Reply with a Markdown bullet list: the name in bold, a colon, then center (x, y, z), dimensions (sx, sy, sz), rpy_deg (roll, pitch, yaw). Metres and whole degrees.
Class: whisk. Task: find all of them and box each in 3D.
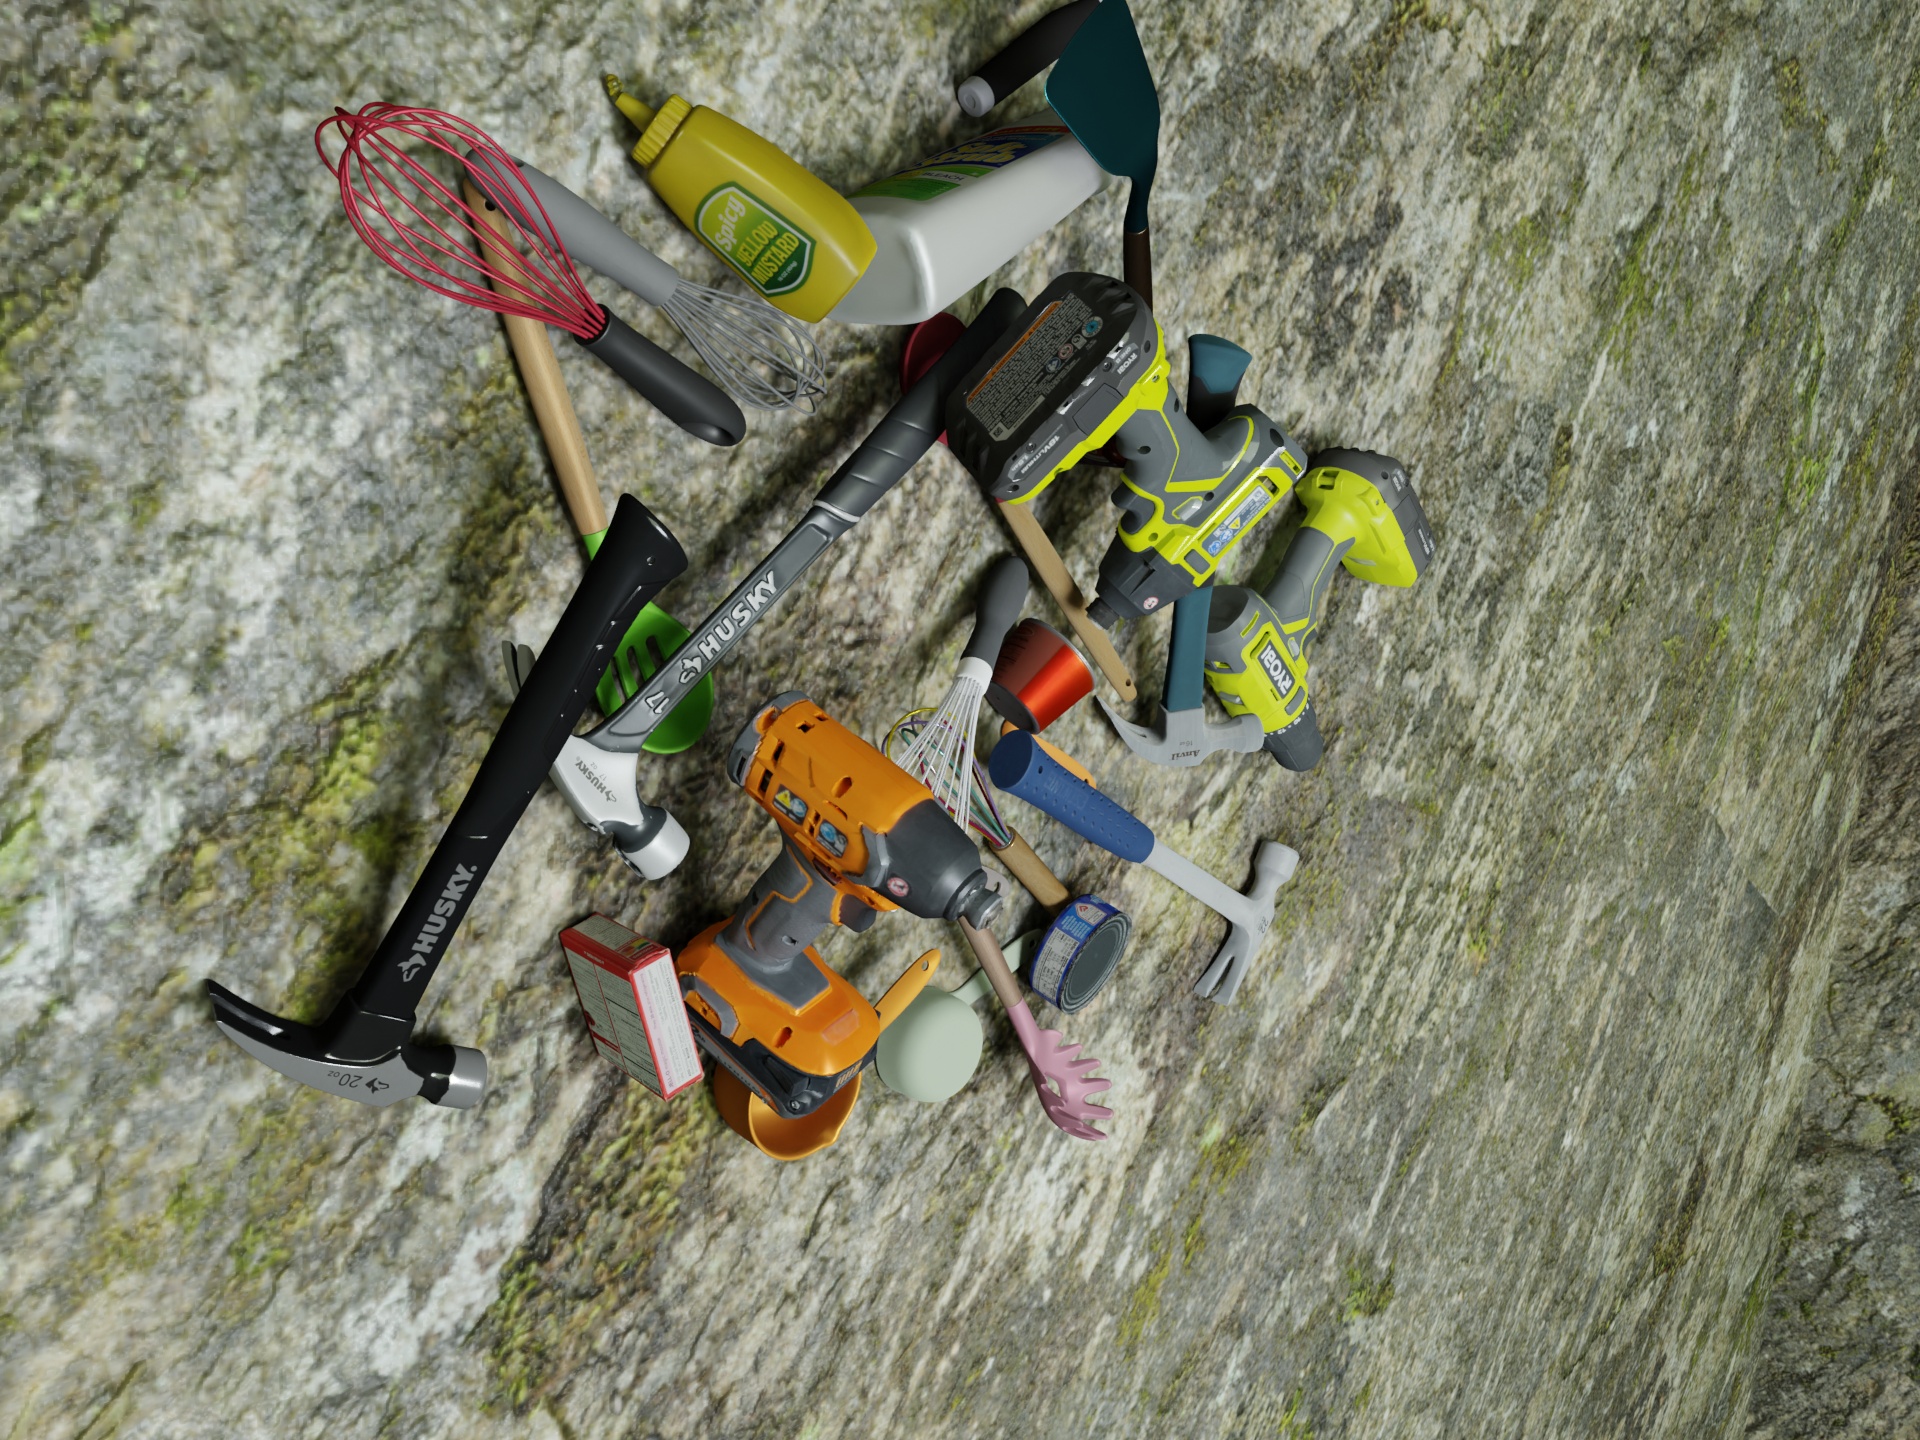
- **whisk**: center (-0.155, -0.223, 0.824), dimensions (0.238, 0.055, 0.055), rpy_deg (27, 82, -45)
- **whisk**: center (-0.190, -0.201, 0.768), dimensions (0.295, 0.073, 0.073), rpy_deg (33, 77, -59)
- **whisk**: center (-0.002, -0.004, 0.983), dimensions (0.070, 0.070, 0.285), rpy_deg (57, 39, -37)
- **whisk**: center (0.022, 0.068, 1.088), dimensions (0.244, 0.051, 0.047), rpy_deg (50, 61, -43)

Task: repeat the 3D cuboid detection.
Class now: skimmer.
- **skimmer**: center (0.147, -0.474, 1.026), dimensions (0.363, 0.090, 0.127), rpy_deg (-44, 159, -24)

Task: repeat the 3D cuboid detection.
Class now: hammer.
- **hammer**: center (-0.232, 0.040, 0.771), dimensions (0.146, 0.035, 0.334), rpy_deg (24, 101, -39)
- **hammer**: center (-0.086, -0.109, 0.895), dimensions (0.409, 0.036, 0.149), rpy_deg (-51, 126, -23)
- **hammer**: center (0.141, 0.104, 1.193), dimensions (0.405, 0.035, 0.144), rpy_deg (33, 78, -49)
- **hammer**: center (0.165, -0.108, 1.109), dimensions (0.128, 0.033, 0.330), rpy_deg (-9, 124, -14)

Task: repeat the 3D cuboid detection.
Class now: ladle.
- **ladle**: center (0.044, -0.128, 1.042), dimensions (0.069, 0.031, 0.315), rpy_deg (-50, 124, -25)

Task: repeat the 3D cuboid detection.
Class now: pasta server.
- **pasta server**: center (0.033, 0.171, 1.091), dimensions (0.316, 0.040, 0.060), rpy_deg (65, 30, -27)

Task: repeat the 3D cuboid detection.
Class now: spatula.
- **spatula**: center (0.101, -0.297, 0.992), dimensions (0.082, 0.044, 0.317), rpy_deg (-58, 161, -17)

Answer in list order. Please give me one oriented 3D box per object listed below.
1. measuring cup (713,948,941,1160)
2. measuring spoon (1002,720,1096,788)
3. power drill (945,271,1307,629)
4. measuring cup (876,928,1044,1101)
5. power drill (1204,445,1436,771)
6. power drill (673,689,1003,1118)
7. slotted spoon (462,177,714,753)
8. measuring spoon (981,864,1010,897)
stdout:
- **measuring cup**: center (-0.084, 0.198, 1.013), dimensions (0.174, 0.052, 0.095), rpy_deg (-43, 127, -30)
- **measuring spoon**: center (0.067, 0.028, 1.140), dimensions (0.116, 0.011, 0.021), rpy_deg (36, 76, -43)
- **power drill**: center (0.099, -0.153, 0.969), dimensions (0.171, 0.080, 0.223), rpy_deg (-46, 139, 11)
- **measuring cup**: center (0.013, 0.201, 1.115), dimensions (0.167, 0.038, 0.083), rpy_deg (-37, 124, -30)
- **power drill**: center (0.285, -0.087, 1.276), dimensions (0.228, 0.080, 0.190), rpy_deg (-53, 130, -17)
- **power drill**: center (-0.070, 0.113, 0.870), dimensions (0.084, 0.164, 0.226), rpy_deg (-33, 153, -48)
- **slotted spoon**: center (-0.198, -0.125, 0.832), dimensions (0.070, 0.031, 0.313), rpy_deg (-33, 120, -34)
- **measuring spoon**: center (-0.004, 0.104, 1.094), dimensions (0.124, 0.018, 0.034), rpy_deg (28, 79, -51)
